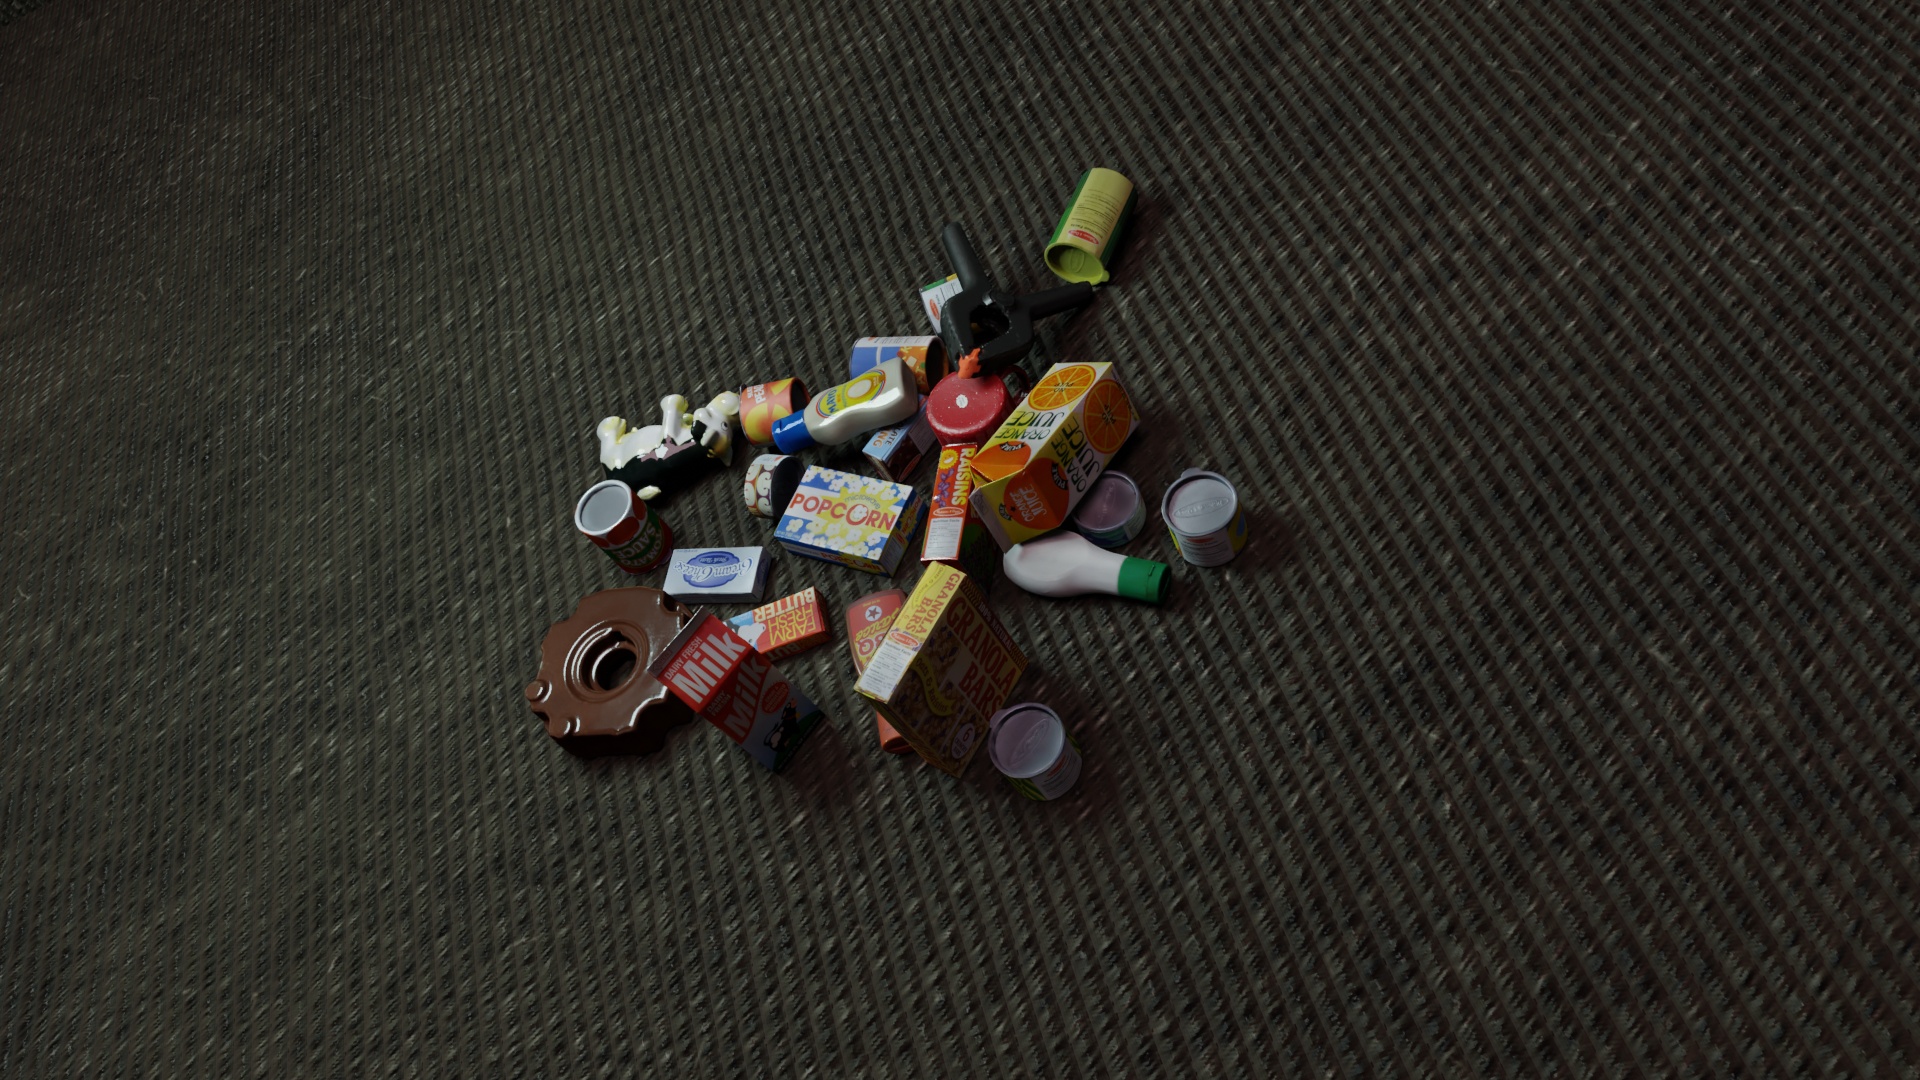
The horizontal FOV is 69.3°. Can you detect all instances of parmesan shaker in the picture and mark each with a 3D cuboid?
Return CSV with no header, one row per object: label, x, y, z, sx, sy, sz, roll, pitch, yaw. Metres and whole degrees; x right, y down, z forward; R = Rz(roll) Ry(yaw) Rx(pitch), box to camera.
parmesan shaker,0.139,-0.322,1.432,0.071,0.071,0.103,13,65,28

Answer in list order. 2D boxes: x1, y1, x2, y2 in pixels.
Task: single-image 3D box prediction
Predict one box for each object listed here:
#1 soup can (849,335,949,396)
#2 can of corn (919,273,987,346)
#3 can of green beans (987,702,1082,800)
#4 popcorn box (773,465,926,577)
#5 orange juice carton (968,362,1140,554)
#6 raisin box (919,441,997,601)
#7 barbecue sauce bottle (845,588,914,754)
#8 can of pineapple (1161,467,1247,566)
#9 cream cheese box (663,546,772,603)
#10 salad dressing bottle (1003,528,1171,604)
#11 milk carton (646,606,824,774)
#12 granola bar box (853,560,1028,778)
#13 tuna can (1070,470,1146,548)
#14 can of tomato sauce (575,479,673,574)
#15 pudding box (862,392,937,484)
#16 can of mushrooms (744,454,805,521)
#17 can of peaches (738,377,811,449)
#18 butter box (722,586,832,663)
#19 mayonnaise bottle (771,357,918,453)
soup can,-0.062,-0.173,1.419,0.084,0.071,0.071,2,61,22
can of corn,-0.003,-0.241,1.438,0.058,0.071,0.071,-22,55,7
can of green beans,0.063,0.176,1.156,0.071,0.057,0.071,-10,57,16
popcorn box,-0.109,-0.020,1.357,0.127,0.038,0.085,13,65,28
orange juice carton,0.077,-0.077,1.263,0.073,0.071,0.193,6,46,45
raisin box,0.005,-0.016,1.281,0.040,0.086,0.124,-3,59,22
barbecue sauce bottle,-0.063,0.118,1.251,0.065,0.043,0.149,-18,55,9
can of pineapple,0.215,-0.020,1.217,0.071,0.057,0.071,-10,57,16
cream cheese box,-0.242,0.035,1.385,0.104,0.024,0.053,-2,61,21
salad dressing bottle,0.113,0.026,1.239,0.148,0.043,0.064,12,56,26
milk carton,-0.201,0.126,1.210,0.073,0.190,0.072,30,75,33
granola bar box,-0.012,0.110,1.160,0.039,0.165,0.124,21,70,32
tuna can,0.133,-0.028,1.271,0.071,0.032,0.071,-10,57,16
can of tomato sauce,-0.342,-0.012,1.417,0.071,0.082,0.071,-10,57,16
pudding box,-0.055,-0.102,1.380,0.030,0.049,0.084,26,72,34
can of mushrooms,-0.185,-0.051,1.391,0.033,0.070,0.071,7,63,25
can of peaches,-0.190,-0.134,1.441,0.058,0.071,0.071,-9,57,15
butter box,-0.176,0.087,1.327,0.103,0.024,0.053,-21,54,8
mayonnaise bottle,-0.115,-0.127,1.371,0.148,0.041,0.065,-21,49,17
